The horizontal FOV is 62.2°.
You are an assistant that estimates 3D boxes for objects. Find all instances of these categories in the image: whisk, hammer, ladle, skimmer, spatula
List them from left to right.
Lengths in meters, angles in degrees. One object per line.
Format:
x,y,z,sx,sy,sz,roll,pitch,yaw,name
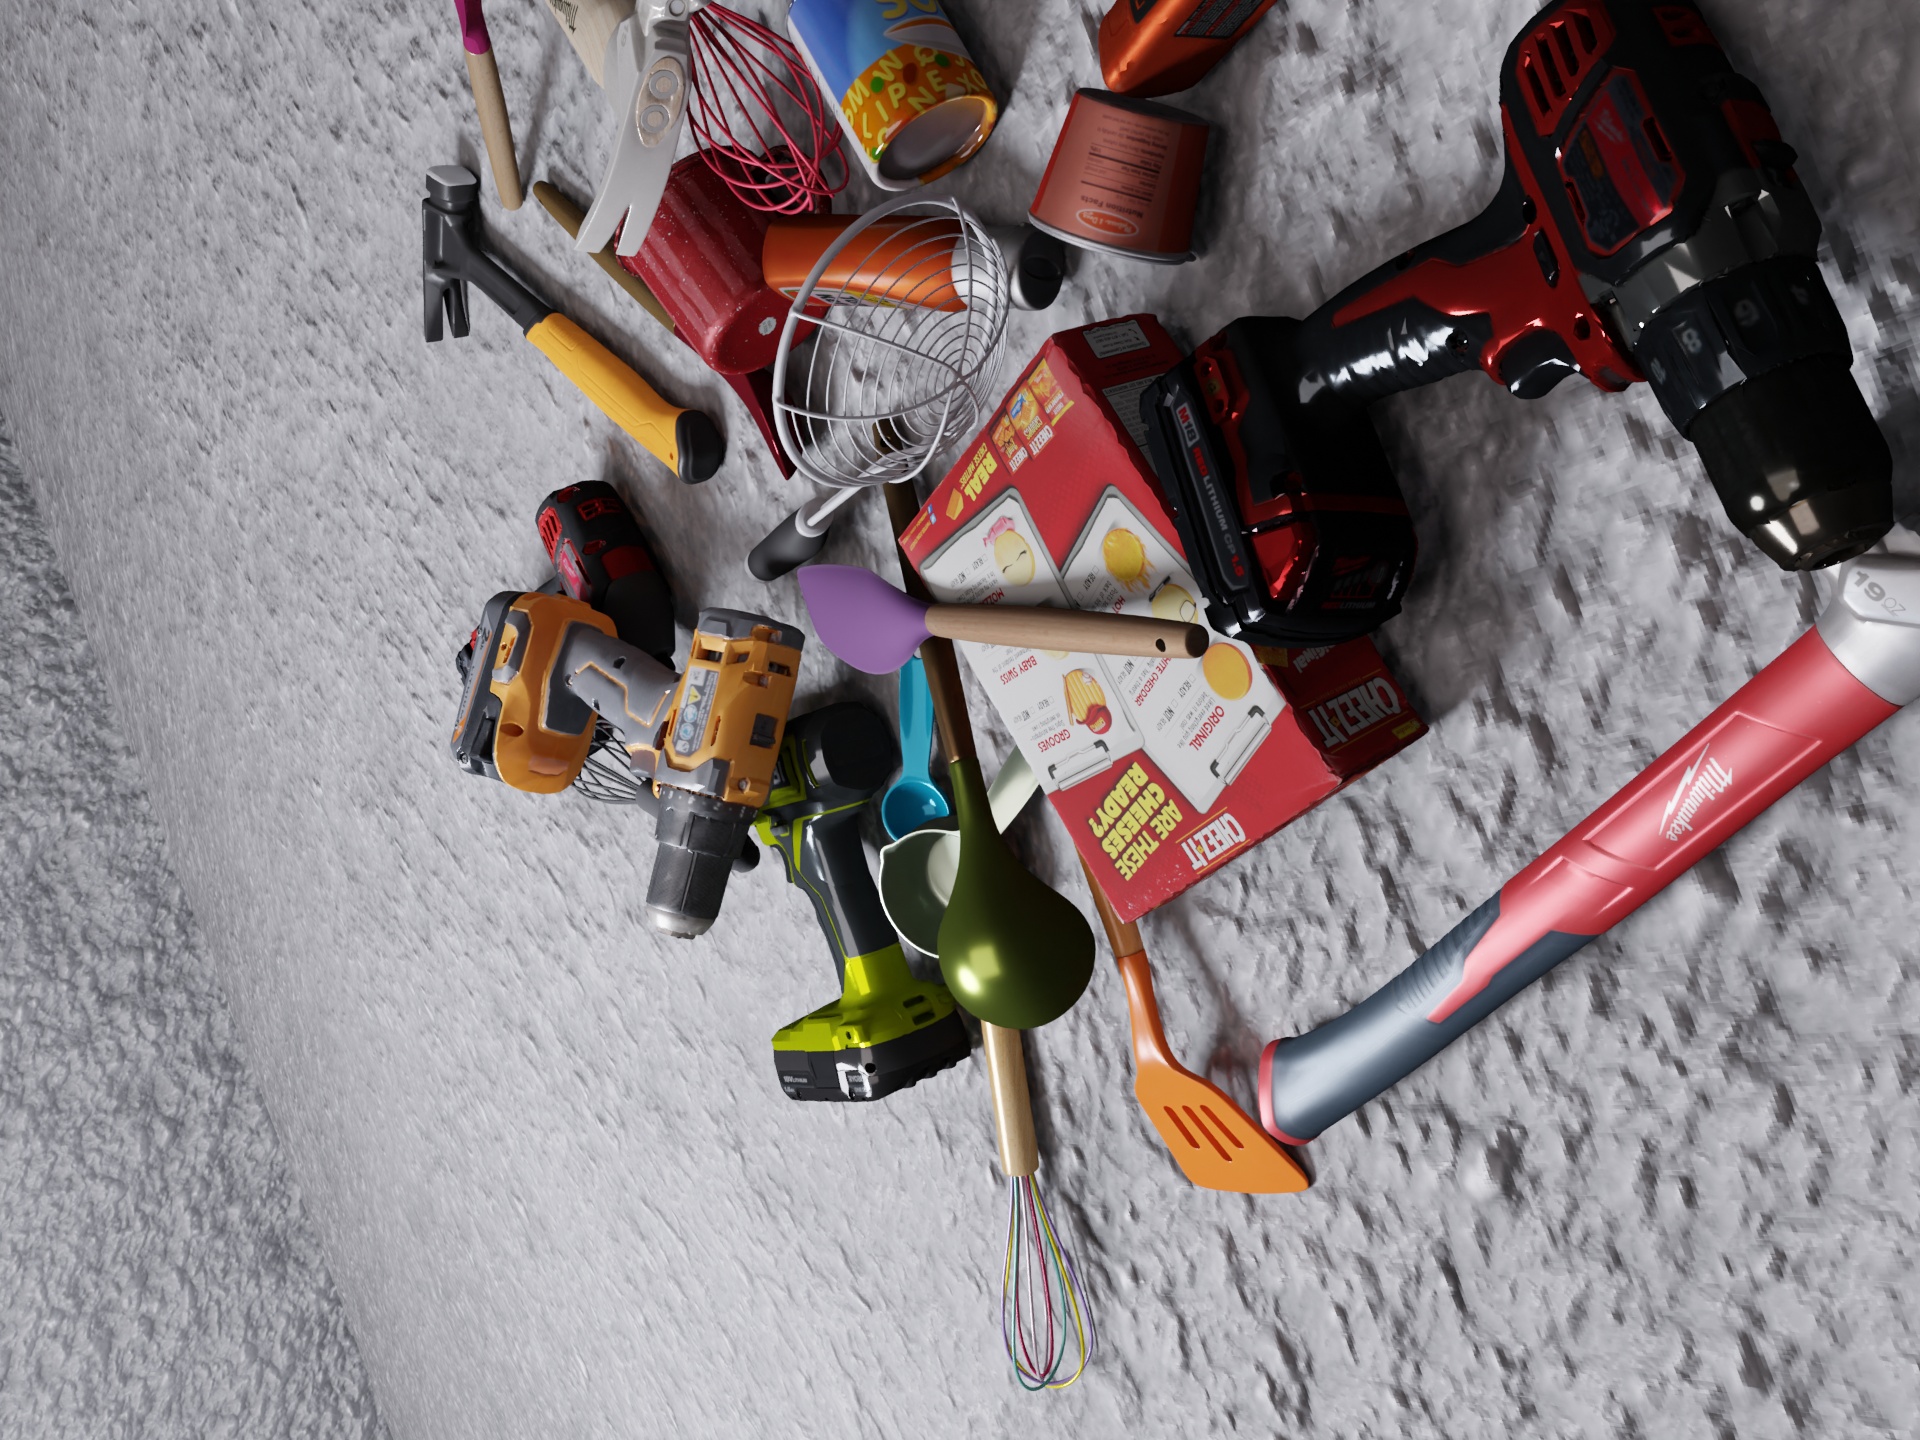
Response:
-0.230,-0.411,0.849,0.411,0.038,0.146,58,136,36,hammer
-0.264,-0.242,1.047,0.337,0.034,0.127,41,134,31,hammer
-0.192,0.049,1.003,0.239,0.055,0.055,25,125,47,whisk
-0.178,-0.245,0.946,0.316,0.031,0.069,46,163,31,ladle
-0.131,-0.351,0.799,0.296,0.073,0.073,60,143,29,whisk
-0.073,-0.137,0.780,0.090,0.127,0.363,50,160,-8,skimmer
-0.001,-0.003,0.807,0.078,0.062,0.320,-16,76,12,ladle
0.004,-0.042,0.711,0.316,0.018,0.059,9,121,58,spatula
0.034,0.280,0.924,0.047,0.051,0.245,8,110,55,whisk
0.082,0.089,0.787,0.081,0.041,0.322,-20,88,52,spatula
0.232,0.082,0.593,0.143,0.038,0.386,52,139,18,hammer

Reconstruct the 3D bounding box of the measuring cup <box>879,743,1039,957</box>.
0.018,0.054,0.846,0.083,0.038,0.167,36,116,10,measuring cup

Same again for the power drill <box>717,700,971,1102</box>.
-0.085,0.111,0.965,0.171,0.080,0.223,-17,89,52,power drill

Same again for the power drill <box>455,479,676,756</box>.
-0.268,-0.053,1.111,0.219,0.078,0.143,-42,74,48,power drill

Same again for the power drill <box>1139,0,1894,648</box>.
0.174,-0.100,0.524,0.226,0.080,0.188,-36,64,49,power drill

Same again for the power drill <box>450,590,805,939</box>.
-0.200,0.018,0.938,0.226,0.084,0.185,11,86,36,power drill

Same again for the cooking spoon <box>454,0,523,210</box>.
-0.272,-0.371,0.905,0.319,0.017,0.069,136,117,-76,cooking spoon

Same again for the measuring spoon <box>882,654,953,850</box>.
-0.021,0.009,0.886,0.042,0.021,0.128,6,104,21,measuring spoon
